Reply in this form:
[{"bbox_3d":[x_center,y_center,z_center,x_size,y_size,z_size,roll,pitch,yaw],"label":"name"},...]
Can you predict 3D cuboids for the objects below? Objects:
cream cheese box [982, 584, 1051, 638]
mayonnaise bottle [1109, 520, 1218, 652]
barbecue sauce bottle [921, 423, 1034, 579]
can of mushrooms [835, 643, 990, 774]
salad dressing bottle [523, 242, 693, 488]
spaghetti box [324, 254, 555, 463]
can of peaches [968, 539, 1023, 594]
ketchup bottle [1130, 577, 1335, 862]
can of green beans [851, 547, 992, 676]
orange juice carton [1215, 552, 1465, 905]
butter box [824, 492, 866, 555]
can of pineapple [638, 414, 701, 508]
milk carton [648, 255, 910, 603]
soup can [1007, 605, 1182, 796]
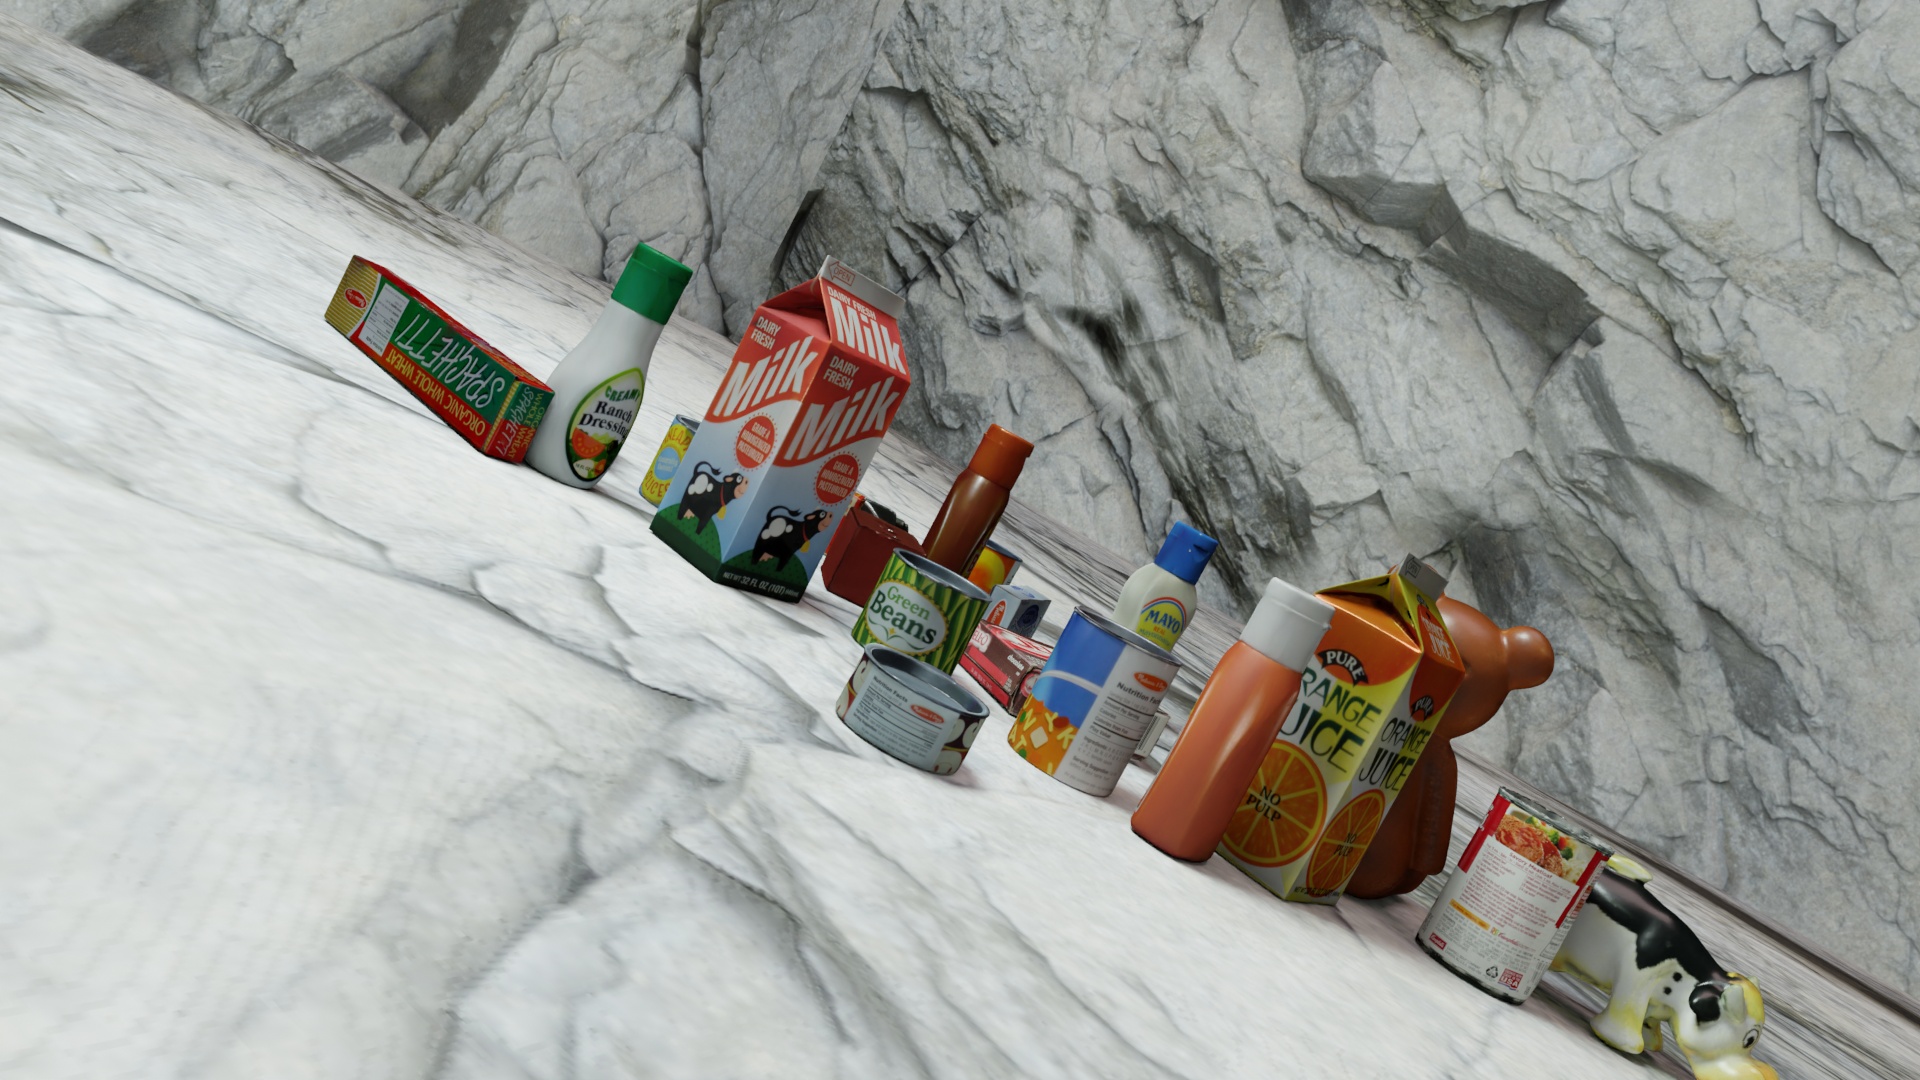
[{"bbox_3d":[0.033,0.060,0.990,0.024,0.053,0.104,29,5,14],"label":"cream cheese box"},{"bbox_3d":[0.145,0.058,1.055,0.065,0.148,0.041,26,5,-24],"label":"mayonnaise bottle"},{"bbox_3d":[0.004,-0.013,1.016,0.044,0.148,0.065,28,5,-1],"label":"barbecue sauce bottle"},{"bbox_3d":[-0.022,0.078,0.647,0.071,0.033,0.071,28,5,-3],"label":"can of mushrooms"},{"bbox_3d":[-0.209,-0.105,0.832,0.044,0.147,0.064,30,5,26],"label":"salad dressing bottle"},{"bbox_3d":[-0.331,-0.118,0.868,0.250,0.050,0.028,32,6,39],"label":"spaghetti box"},{"bbox_3d":[0.008,0.025,1.162,0.071,0.058,0.071,28,5,-3],"label":"can of peaches"},{"bbox_3d":[0.143,0.092,0.718,0.043,0.148,0.065,30,5,27],"label":"ketchup bottle"},{"bbox_3d":[-0.023,0.045,0.824,0.071,0.057,0.071,28,5,-3],"label":"can of green beans"},{"bbox_3d":[0.211,0.098,0.766,0.073,0.192,0.072,32,6,40],"label":"orange juice carton"},{"bbox_3d":[-0.129,-0.034,1.061,0.103,0.053,0.024,28,5,3],"label":"butter box"},{"bbox_3d":[-0.173,-0.044,0.921,0.071,0.058,0.071,28,5,-3],"label":"can of pineapple"},{"bbox_3d":[-0.097,-0.067,0.810,0.073,0.190,0.072,32,6,39],"label":"milk carton"},{"bbox_3d":[0.071,0.087,0.762,0.071,0.083,0.071,28,5,-3],"label":"soup can"}]
